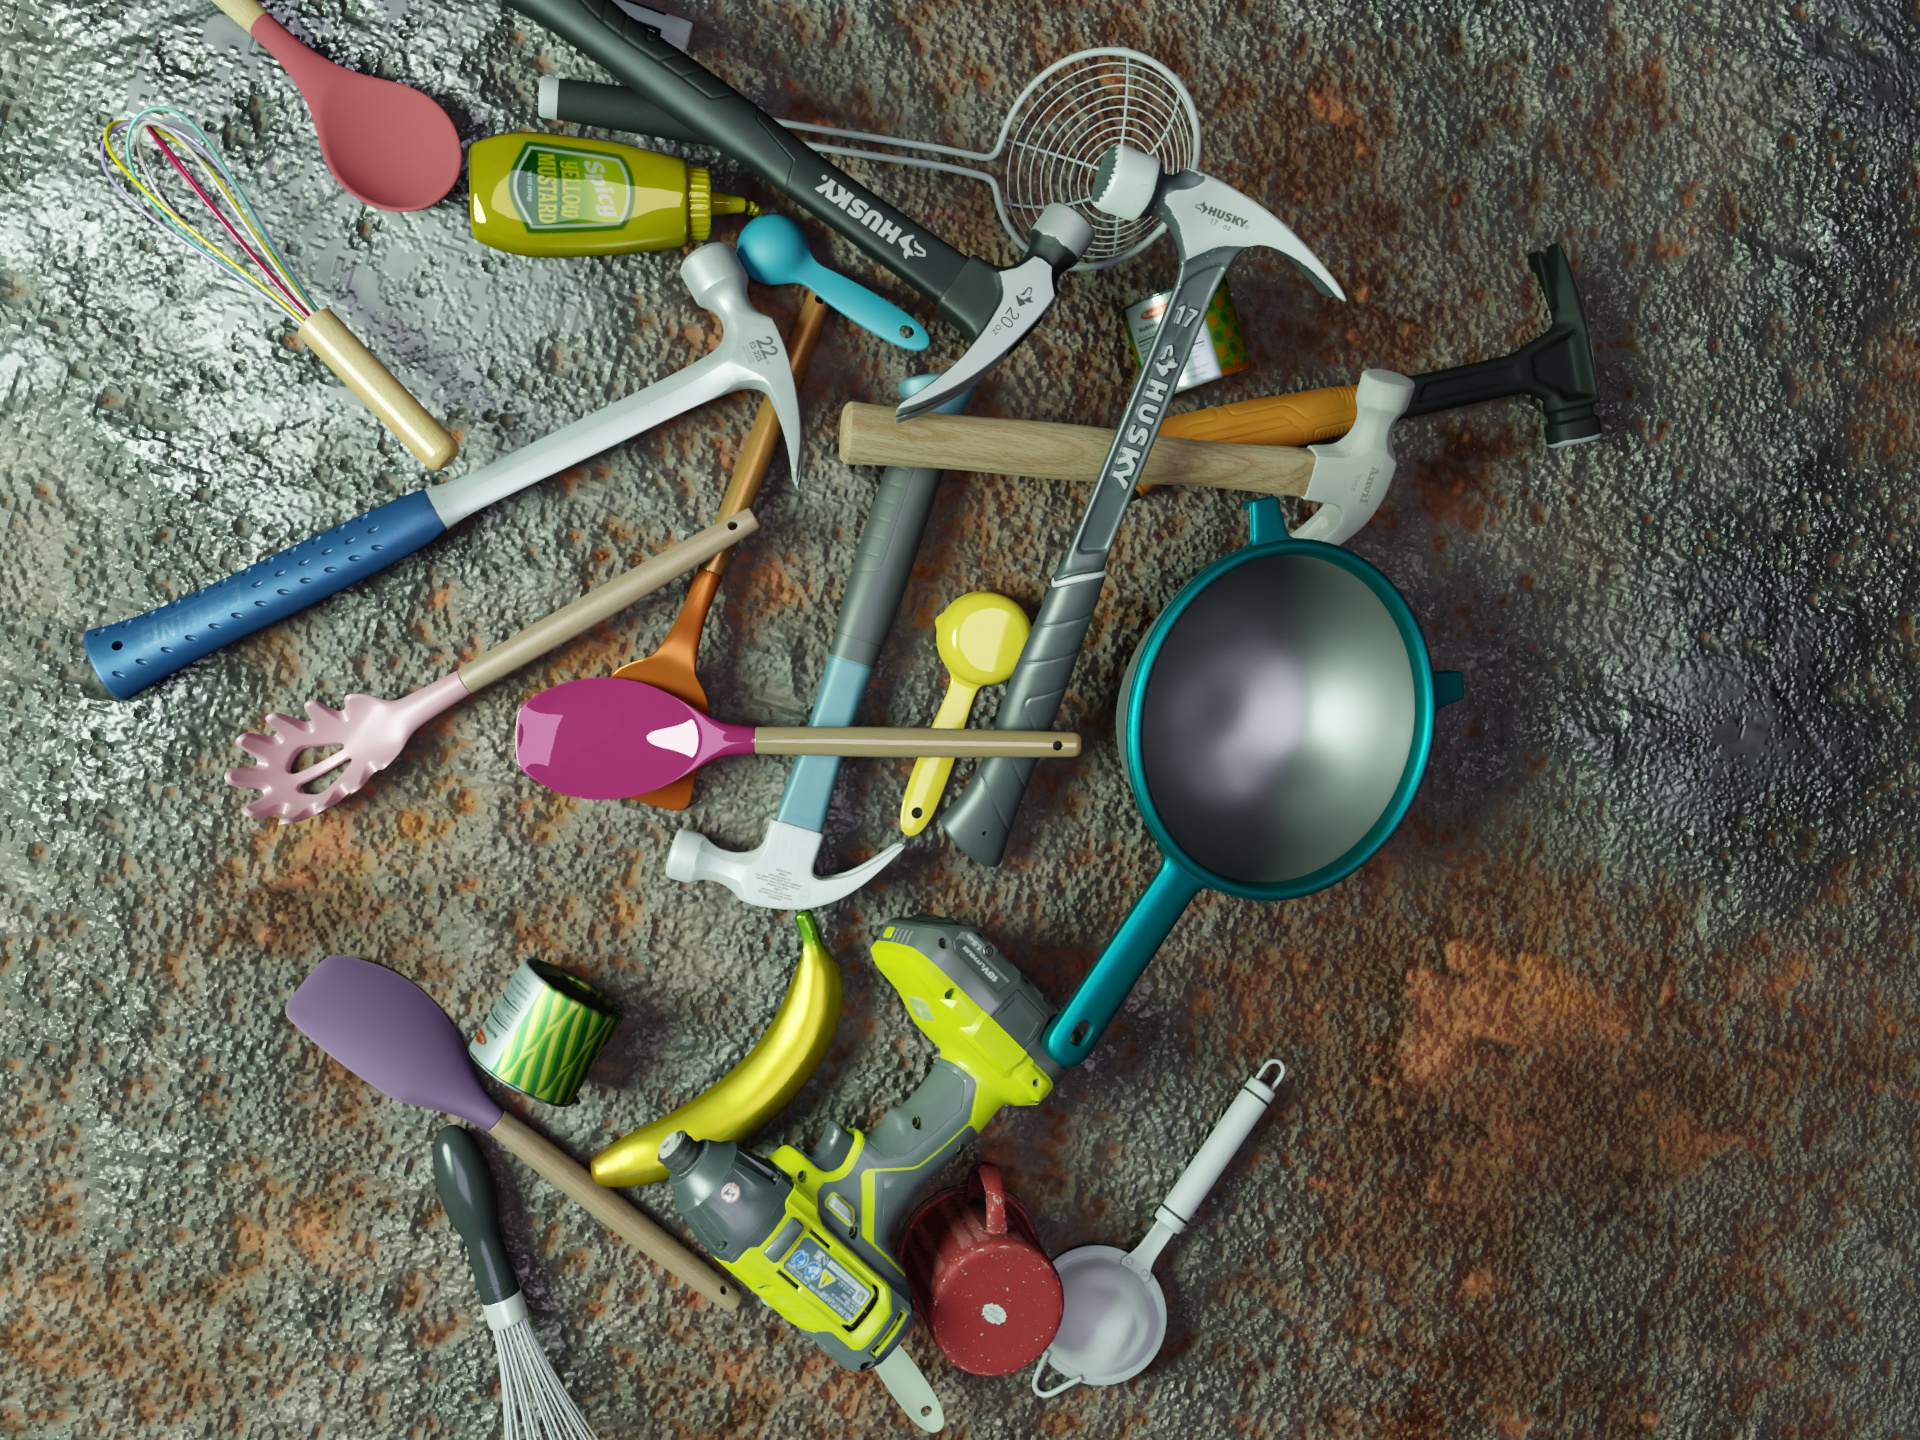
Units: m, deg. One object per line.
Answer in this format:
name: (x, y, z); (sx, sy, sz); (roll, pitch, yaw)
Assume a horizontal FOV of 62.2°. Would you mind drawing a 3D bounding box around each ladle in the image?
ladle: (-0.395, -0.389, 0.846); (0.315, 0.031, 0.069); (42, 81, -10)

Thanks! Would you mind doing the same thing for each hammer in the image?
hammer: (0.079, -0.099, 0.900); (0.149, 0.036, 0.408); (15, 109, -16)
hammer: (0.094, -0.151, 0.923); (0.331, 0.031, 0.130); (2, 122, -13)
hammer: (-0.102, -0.300, 0.856); (0.335, 0.035, 0.146); (35, 84, -2)
hammer: (-0.061, -0.048, 0.932); (0.128, 0.033, 0.331); (18, 88, -6)
hammer: (0.240, -0.202, 0.992); (0.337, 0.034, 0.127); (-15, 97, -11)
hammer: (-0.275, -0.116, 0.872); (0.405, 0.035, 0.144); (-28, 83, -7)

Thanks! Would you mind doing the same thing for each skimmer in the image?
skimmer: (-0.050, -0.332, 0.892); (0.363, 0.090, 0.127); (4, 93, -13)

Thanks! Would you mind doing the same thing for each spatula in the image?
spatula: (-0.245, 0.243, 0.914); (0.315, 0.018, 0.060); (43, 50, -14)
spatula: (-0.138, -0.107, 0.922); (0.081, 0.041, 0.322); (22, 84, -12)

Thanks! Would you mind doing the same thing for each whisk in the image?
whisk: (-0.355, -0.229, 0.842); (0.051, 0.047, 0.245); (-43, 94, 4)
whisk: (-0.249, 0.366, 0.908); (0.070, 0.070, 0.284); (-17, 92, -11)

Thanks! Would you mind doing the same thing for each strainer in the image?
strainer: (0.136, 0.048, 0.945); (0.210, 0.095, 0.340); (37, 83, -23)
strainer: (0.126, 0.318, 0.995); (0.087, 0.050, 0.258); (37, 82, 3)

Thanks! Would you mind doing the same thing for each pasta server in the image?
pasta server: (-0.252, -0.036, 0.877); (0.316, 0.040, 0.060); (-30, 84, -3)

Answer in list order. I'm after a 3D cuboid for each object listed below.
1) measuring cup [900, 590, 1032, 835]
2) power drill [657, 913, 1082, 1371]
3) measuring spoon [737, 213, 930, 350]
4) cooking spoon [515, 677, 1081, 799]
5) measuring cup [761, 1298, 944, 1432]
measuring cup: (-0.002, -0.003, 0.952); (0.062, 0.029, 0.156); (21, 88, -13)
power drill: (-0.049, 0.224, 0.898); (0.171, 0.080, 0.223); (47, 68, -17)
measuring spoon: (-0.072, -0.250, 0.909); (0.128, 0.021, 0.042); (33, 81, 5)
cooking spoon: (-0.090, 0.012, 0.902); (0.319, 0.017, 0.069); (1, 90, -3)
measuring cup: (-0.060, 0.353, 0.953); (0.083, 0.038, 0.167); (-33, 98, -7)
